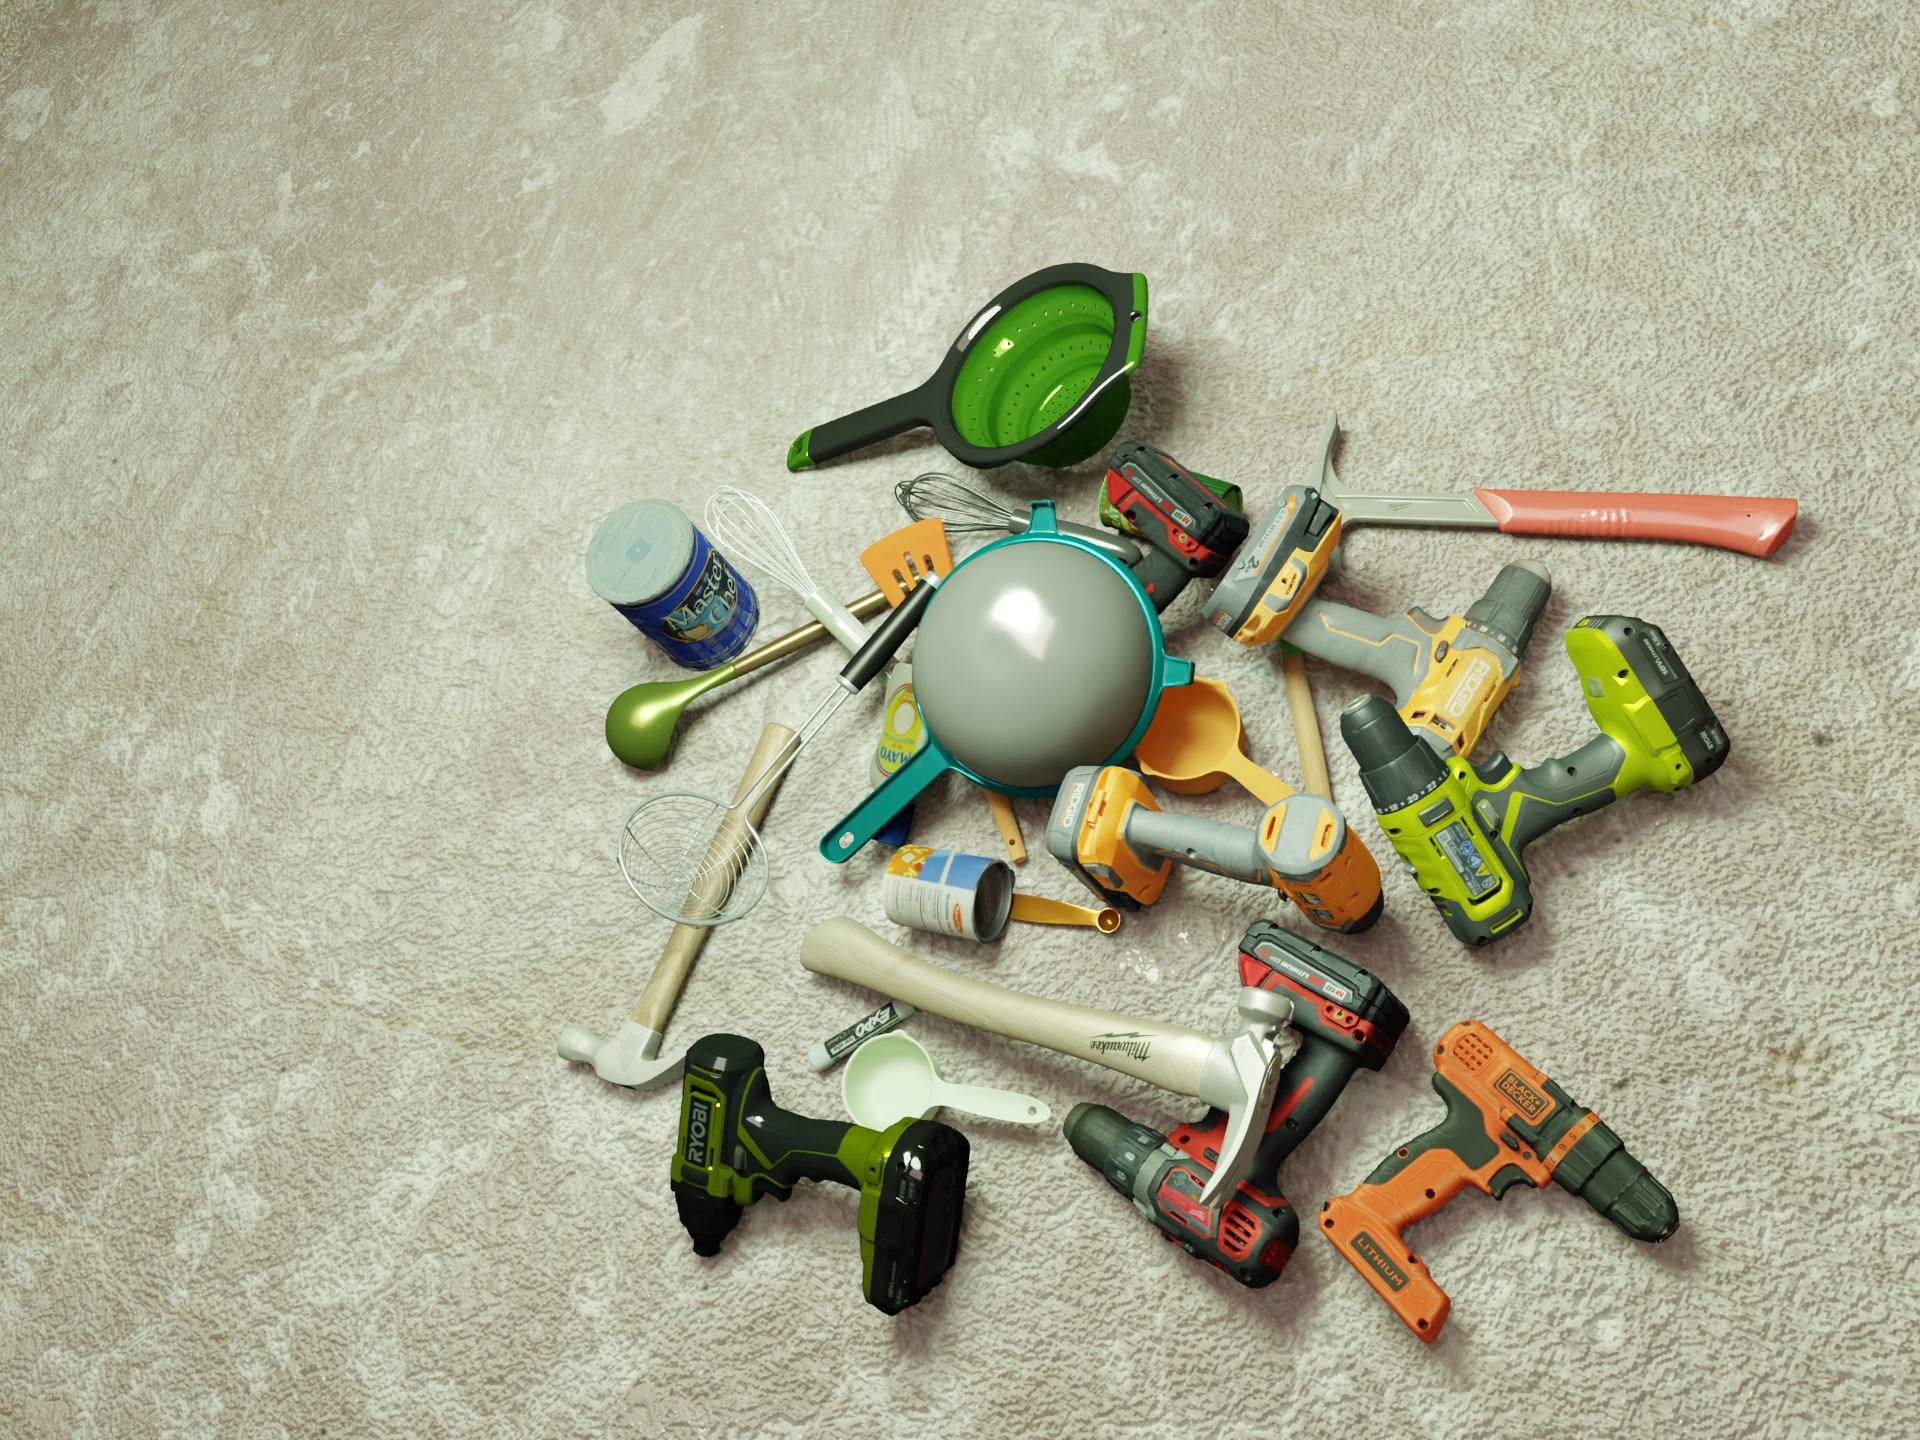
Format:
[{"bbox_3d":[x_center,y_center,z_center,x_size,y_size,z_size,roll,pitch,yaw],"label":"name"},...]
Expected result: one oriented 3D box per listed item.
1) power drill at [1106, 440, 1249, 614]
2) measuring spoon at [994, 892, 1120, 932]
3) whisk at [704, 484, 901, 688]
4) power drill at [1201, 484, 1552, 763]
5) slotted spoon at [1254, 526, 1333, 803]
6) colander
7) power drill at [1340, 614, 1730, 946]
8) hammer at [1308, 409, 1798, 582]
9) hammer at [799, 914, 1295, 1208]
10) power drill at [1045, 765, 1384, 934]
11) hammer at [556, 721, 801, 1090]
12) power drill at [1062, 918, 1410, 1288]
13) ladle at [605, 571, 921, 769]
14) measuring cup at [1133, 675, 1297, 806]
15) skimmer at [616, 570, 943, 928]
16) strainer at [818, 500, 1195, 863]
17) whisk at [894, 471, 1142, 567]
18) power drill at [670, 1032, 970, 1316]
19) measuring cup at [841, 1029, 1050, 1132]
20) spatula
[{"bbox_3d":[0.116,-0.109,1.285,0.143,0.078,0.219,44,109,22],"label":"power drill"},{"bbox_3d":[0.072,0.152,1.257,0.117,0.011,0.021,5,74,26],"label":"measuring spoon"},{"bbox_3d":[-0.133,-0.114,1.390,0.246,0.059,0.058,45,55,7],"label":"whisk"},{"bbox_3d":[0.322,-0.087,1.204,0.226,0.084,0.185,34,79,5],"label":"power drill"},{"bbox_3d":[0.266,-0.026,1.249,0.070,0.031,0.314,-36,54,51],"label":"slotted spoon"},{"bbox_3d":[0.015,-0.274,1.436,0.397,0.094,0.205,-13,56,34],"label":"colander"},{"bbox_3d":[0.396,0.023,1.120,0.228,0.080,0.190,-33,93,1],"label":"power drill"},{"bbox_3d":[0.454,-0.172,1.249,0.359,0.036,0.149,5,69,22],"label":"hammer"},{"bbox_3d":[0.038,0.225,1.169,0.411,0.038,0.146,10,74,37],"label":"hammer"},{"bbox_3d":[0.194,0.104,1.163,0.226,0.164,0.084,6,65,35],"label":"power drill"},{"bbox_3d":[-0.215,0.154,1.347,0.130,0.031,0.331,16,73,26],"label":"hammer"},{"bbox_3d":[0.190,0.258,1.123,0.188,0.080,0.227,26,80,40],"label":"power drill"},{"bbox_3d":[-0.174,-0.051,1.427,0.320,0.062,0.078,-26,60,-1],"label":"ladle"},{"bbox_3d":[0.210,0.038,1.234,0.174,0.052,0.095,38,84,28],"label":"measuring cup"},{"bbox_3d":[-0.133,0.013,1.309,0.127,0.090,0.363,40,83,4],"label":"skimmer"},{"bbox_3d":[-0.002,-0.004,1.229,0.340,0.095,0.211,-43,73,13],"label":"strainer"},{"bbox_3d":[0.048,-0.172,1.394,0.239,0.055,0.055,19,74,21],"label":"whisk"},{"bbox_3d":[-0.113,0.344,1.181,0.223,0.080,0.171,12,101,26],"label":"power drill"},{"bbox_3d":[-0.008,0.287,1.208,0.167,0.038,0.083,6,69,20],"label":"measuring cup"},{"bbox_3d":[-0.003,-0.025,1.346,0.081,0.041,0.323,-24,62,9],"label":"spatula"}]
